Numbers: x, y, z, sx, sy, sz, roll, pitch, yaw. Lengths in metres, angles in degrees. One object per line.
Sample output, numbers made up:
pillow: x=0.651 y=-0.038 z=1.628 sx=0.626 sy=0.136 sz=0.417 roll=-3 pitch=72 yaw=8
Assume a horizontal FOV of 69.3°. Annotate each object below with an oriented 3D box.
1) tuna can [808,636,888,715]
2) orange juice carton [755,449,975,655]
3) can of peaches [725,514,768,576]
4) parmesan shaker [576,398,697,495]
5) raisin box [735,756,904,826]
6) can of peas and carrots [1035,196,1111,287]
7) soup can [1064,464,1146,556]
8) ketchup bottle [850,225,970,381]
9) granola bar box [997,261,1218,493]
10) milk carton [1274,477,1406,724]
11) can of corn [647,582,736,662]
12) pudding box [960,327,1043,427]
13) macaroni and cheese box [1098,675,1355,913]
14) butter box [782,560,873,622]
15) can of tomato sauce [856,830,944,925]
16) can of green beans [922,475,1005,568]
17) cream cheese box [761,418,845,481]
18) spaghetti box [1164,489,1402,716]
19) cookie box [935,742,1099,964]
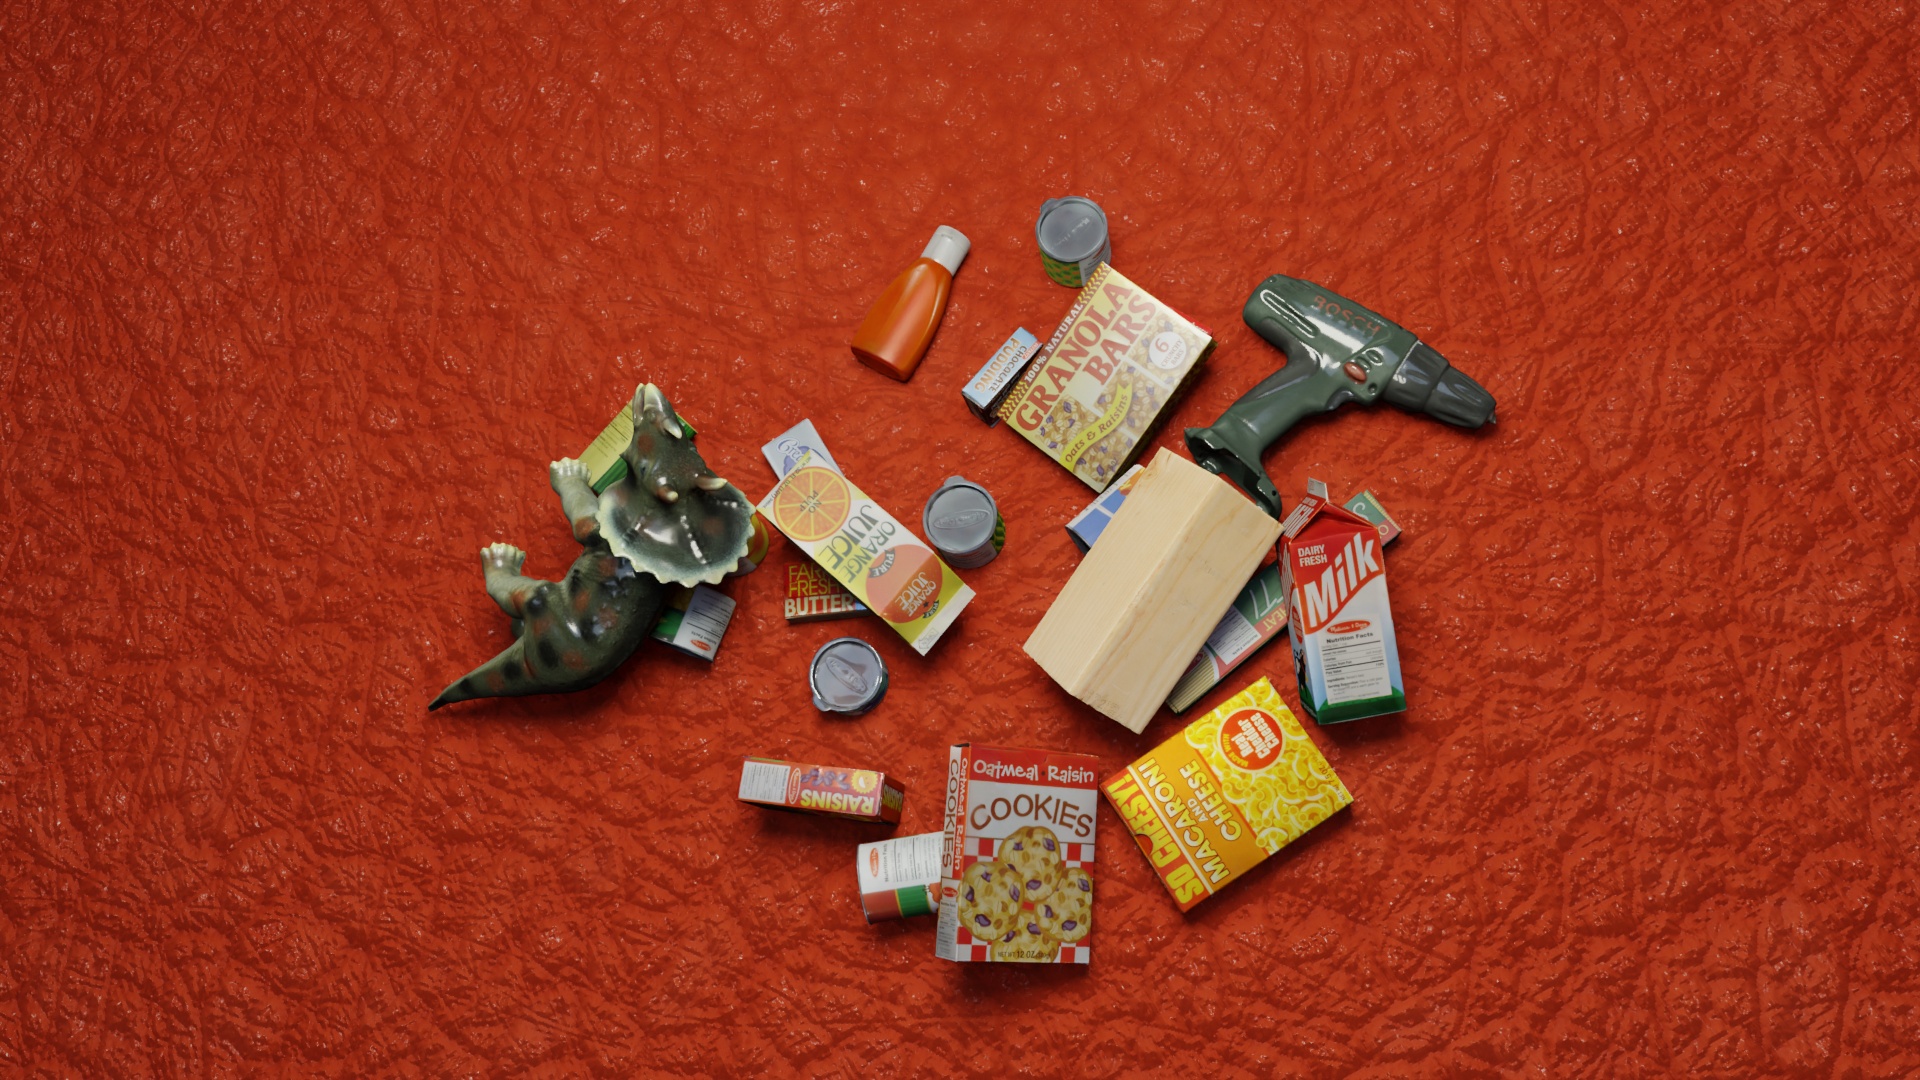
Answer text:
tuna can: x=-0.099 y=0.122 z=1.224 sx=0.071 sy=0.032 sz=0.071 roll=-2 pitch=74 yaw=9
orange juice carton: x=-0.079 y=0.013 z=1.204 sx=0.193 sy=0.073 sz=0.072 roll=40 pitch=83 yaw=17
can of peaches: x=-0.214 y=-0.007 z=1.267 sx=0.071 sy=0.058 sz=0.071 roll=-3 pitch=74 yaw=9
parmesan shaker: x=-0.307 y=-0.086 z=1.302 sx=0.071 sy=0.071 sz=0.103 roll=40 pitch=85 yaw=17
raisin box: x=-0.116 y=0.213 z=1.173 sx=0.123 sy=0.086 sz=0.040 roll=4 pitch=74 yaw=11
can of peas and carrots: x=0.104 y=-0.278 z=1.291 sx=0.071 sy=0.058 sz=0.071 roll=-3 pitch=73 yaw=9
soup can: x=0.145 y=-0.013 z=1.205 sx=0.084 sy=0.071 sz=0.071 roll=-41 pitch=72 yaw=-4
ketchup bottle: x=-0.041 y=-0.226 z=1.308 sx=0.065 sy=0.043 sz=0.149 roll=27 pitch=80 yaw=15
granola bar box: x=0.130 y=-0.143 z=1.234 sx=0.124 sy=0.039 sz=0.165 roll=39 pitch=102 yaw=17
milk carton: x=0.303 y=0.044 z=1.125 sx=0.073 sy=0.072 sz=0.190 roll=-10 pitch=95 yaw=3
can of corn: x=-0.244 y=0.070 z=1.247 sx=0.071 sy=0.071 sz=0.058 roll=18 pitch=78 yaw=14
pudding box: x=0.041 y=-0.149 z=1.269 sx=0.030 sy=0.049 sz=0.084 roll=40 pitch=84 yaw=19
macaroni and cheese box: x=0.217 y=0.209 z=1.143 sx=0.166 sy=0.040 sz=0.124 roll=-33 pitch=71 yaw=-1
butter box: x=-0.109 y=0.043 z=1.252 sx=0.103 sy=0.024 sz=0.053 roll=-6 pitch=73 yaw=8
can of tomato sauce: x=-0.038 y=0.279 z=1.151 sx=0.083 sy=0.071 sz=0.071 roll=-10 pitch=73 yaw=3
can of green beans: x=0.004 y=-0.013 z=1.232 sx=0.071 sy=0.057 sz=0.071 roll=-2 pitch=74 yaw=9
cream cheese box: x=-0.137 y=-0.057 z=1.286 sx=0.053 sy=0.024 sz=0.104 roll=-32 pitch=72 yaw=-1
spaghetti box: x=0.265 y=0.054 z=1.185 sx=0.250 sy=0.028 sz=0.050 roll=-39 pitch=72 yaw=-3
cookie box: x=0.048 y=0.252 z=1.120 sx=0.123 sy=0.040 sz=0.167 roll=10 pitch=77 yaw=-26
